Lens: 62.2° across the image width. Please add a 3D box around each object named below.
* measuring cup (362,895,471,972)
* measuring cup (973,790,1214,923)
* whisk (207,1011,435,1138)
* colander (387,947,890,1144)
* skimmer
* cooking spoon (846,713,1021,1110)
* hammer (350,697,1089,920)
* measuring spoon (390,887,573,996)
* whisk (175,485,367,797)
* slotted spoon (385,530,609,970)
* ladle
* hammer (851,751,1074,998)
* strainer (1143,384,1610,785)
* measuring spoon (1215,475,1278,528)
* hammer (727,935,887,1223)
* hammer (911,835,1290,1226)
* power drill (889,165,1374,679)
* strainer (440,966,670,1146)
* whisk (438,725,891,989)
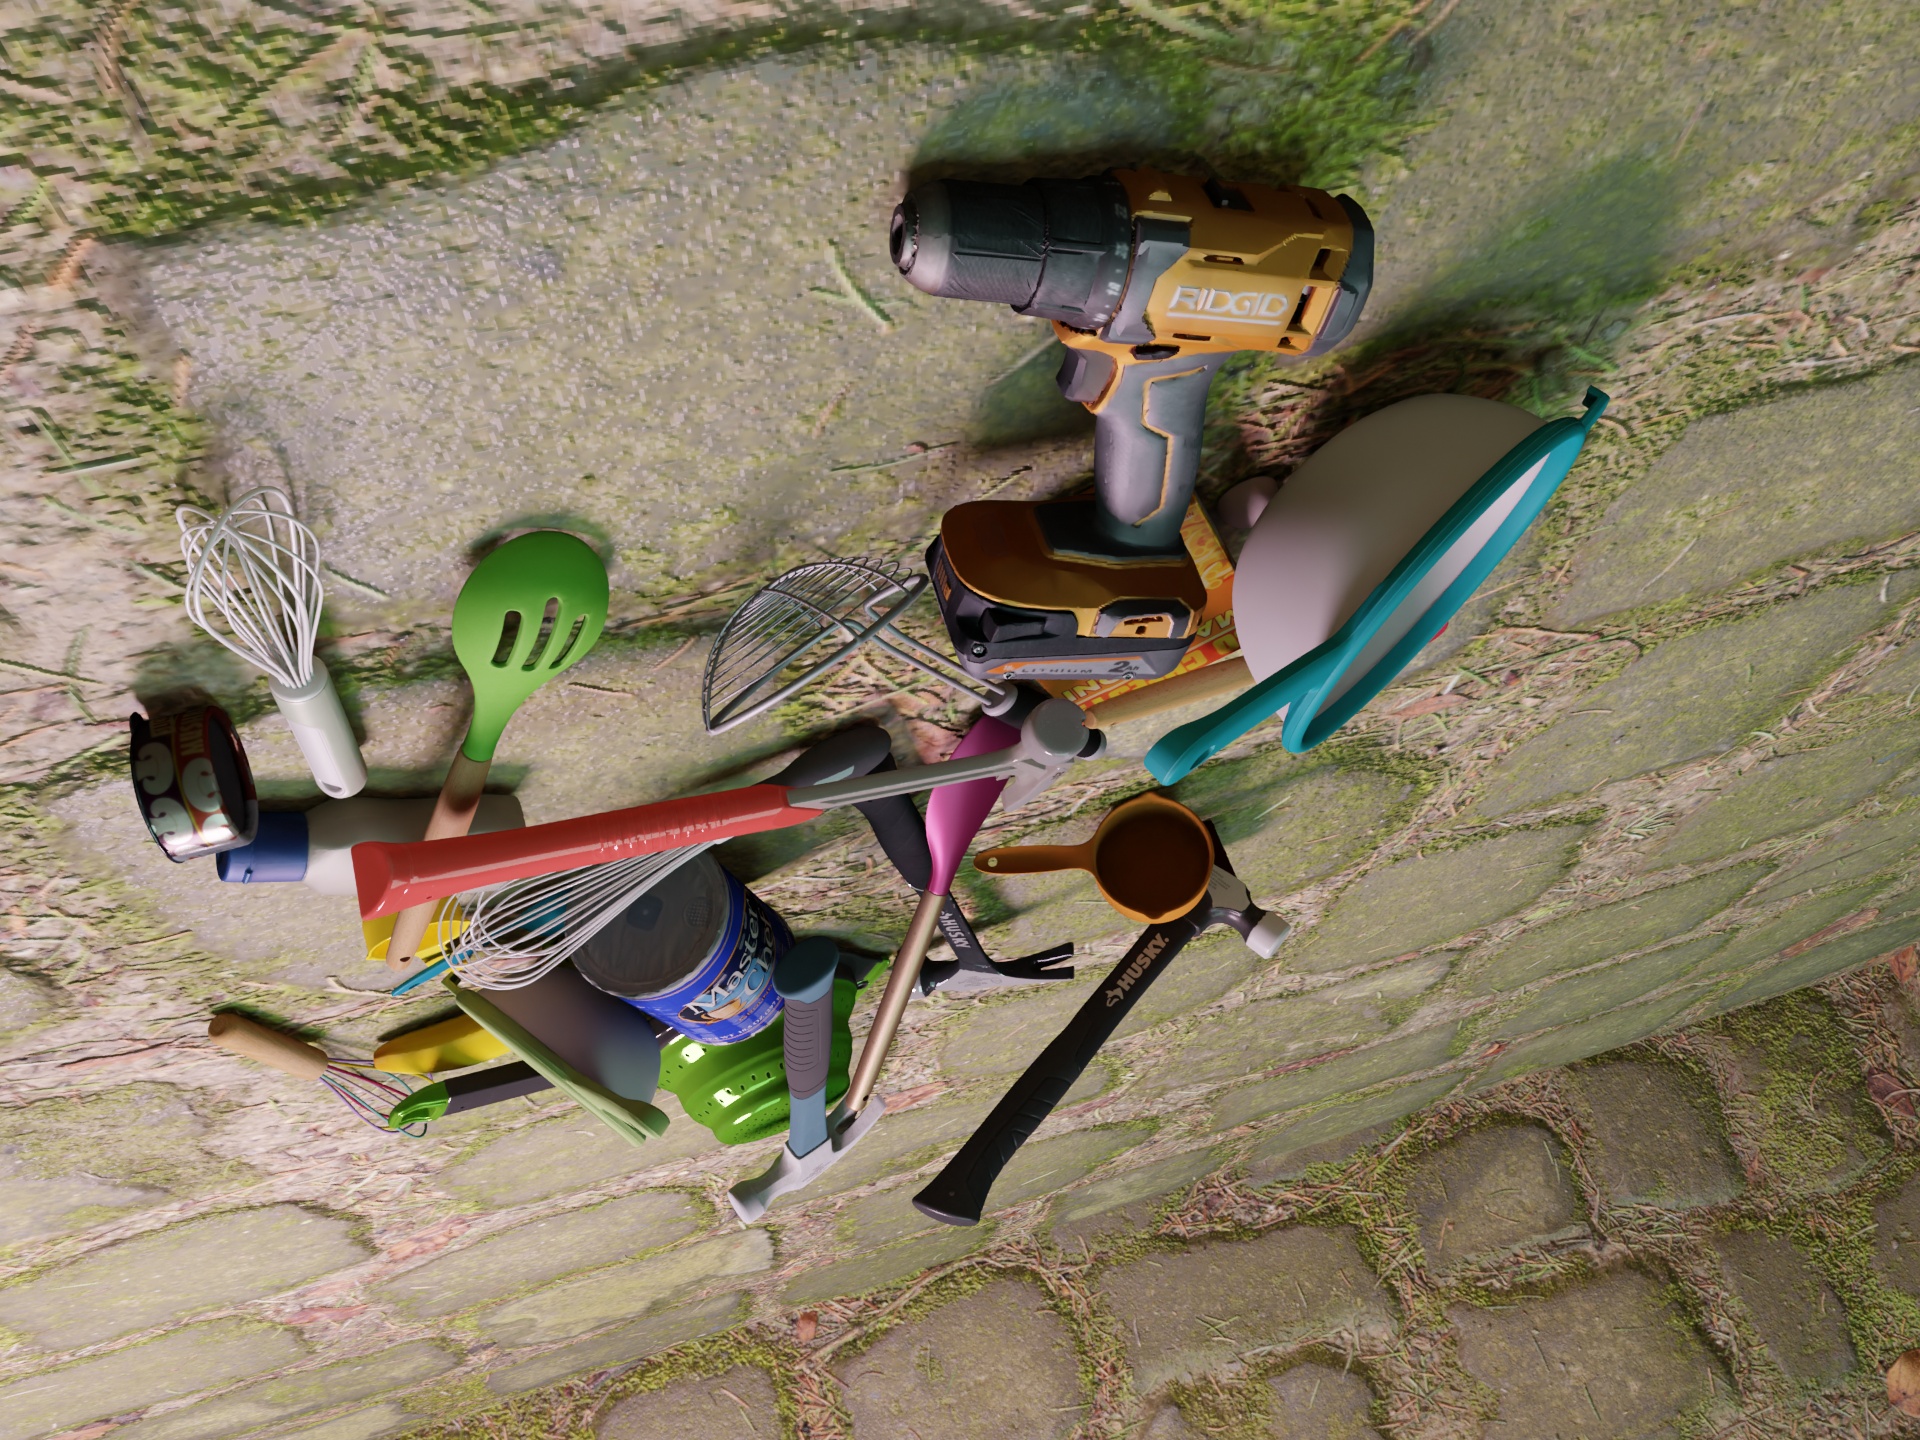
[{"bbox_3d":[-0.327,0.132,0.979,0.062,0.029,0.156,-20,166,-12],"label":"measuring cup"},{"bbox_3d":[0.098,0.106,1.165,0.173,0.095,0.052,-3,160,8],"label":"measuring cup"},{"bbox_3d":[-0.436,0.247,1.098,0.047,0.051,0.244,-17,151,7],"label":"whisk"},{"bbox_3d":[-0.216,0.274,1.185,0.397,0.095,0.204,-8,152,-37],"label":"colander"},{"bbox_3d":[-0.001,-0.003,0.856,0.127,0.090,0.363,-31,152,21],"label":"skimmer"},{"bbox_3d":[-0.022,0.130,1.030,0.068,0.017,0.318,-7,126,-45],"label":"cooking spoon"},{"bbox_3d":[-0.119,0.049,0.811,0.359,0.037,0.149,-10,168,-16],"label":"hammer"},{"bbox_3d":[-0.289,0.143,0.983,0.128,0.021,0.042,-30,171,-12],"label":"measuring spoon"},{"bbox_3d":[-0.286,-0.022,0.682,0.058,0.059,0.246,23,152,2],"label":"whisk"},{"bbox_3d":[-0.240,0.031,0.776,0.070,0.031,0.313,0,139,-35],"label":"slotted spoon"},{"bbox_3d":[0.181,-0.033,0.923,0.315,0.031,0.069,-16,164,-40],"label":"ladle"},{"bbox_3d":[-0.015,0.119,1.116,0.149,0.036,0.408,-5,152,10],"label":"hammer"},{"bbox_3d":[0.165,-0.067,0.758,0.340,0.095,0.211,-29,157,-42],"label":"strainer"},{"bbox_3d":[0.177,-0.101,0.870,0.034,0.018,0.124,-32,152,23],"label":"measuring spoon"},{"bbox_3d":[-0.106,0.245,1.095,0.128,0.033,0.330,-31,151,-25],"label":"hammer"},{"bbox_3d":[0.084,0.226,1.150,0.335,0.146,0.035,-46,160,-20],"label":"hammer"},{"bbox_3d":[0.046,-0.120,0.656,0.185,0.084,0.226,0,137,-19],"label":"power drill"},{"bbox_3d":[-0.215,0.199,0.968,0.151,0.069,0.256,47,157,-22],"label":"strainer"},{"bbox_3d":[-0.167,0.074,0.920,0.284,0.070,0.070,-27,154,-4],"label":"whisk"}]
